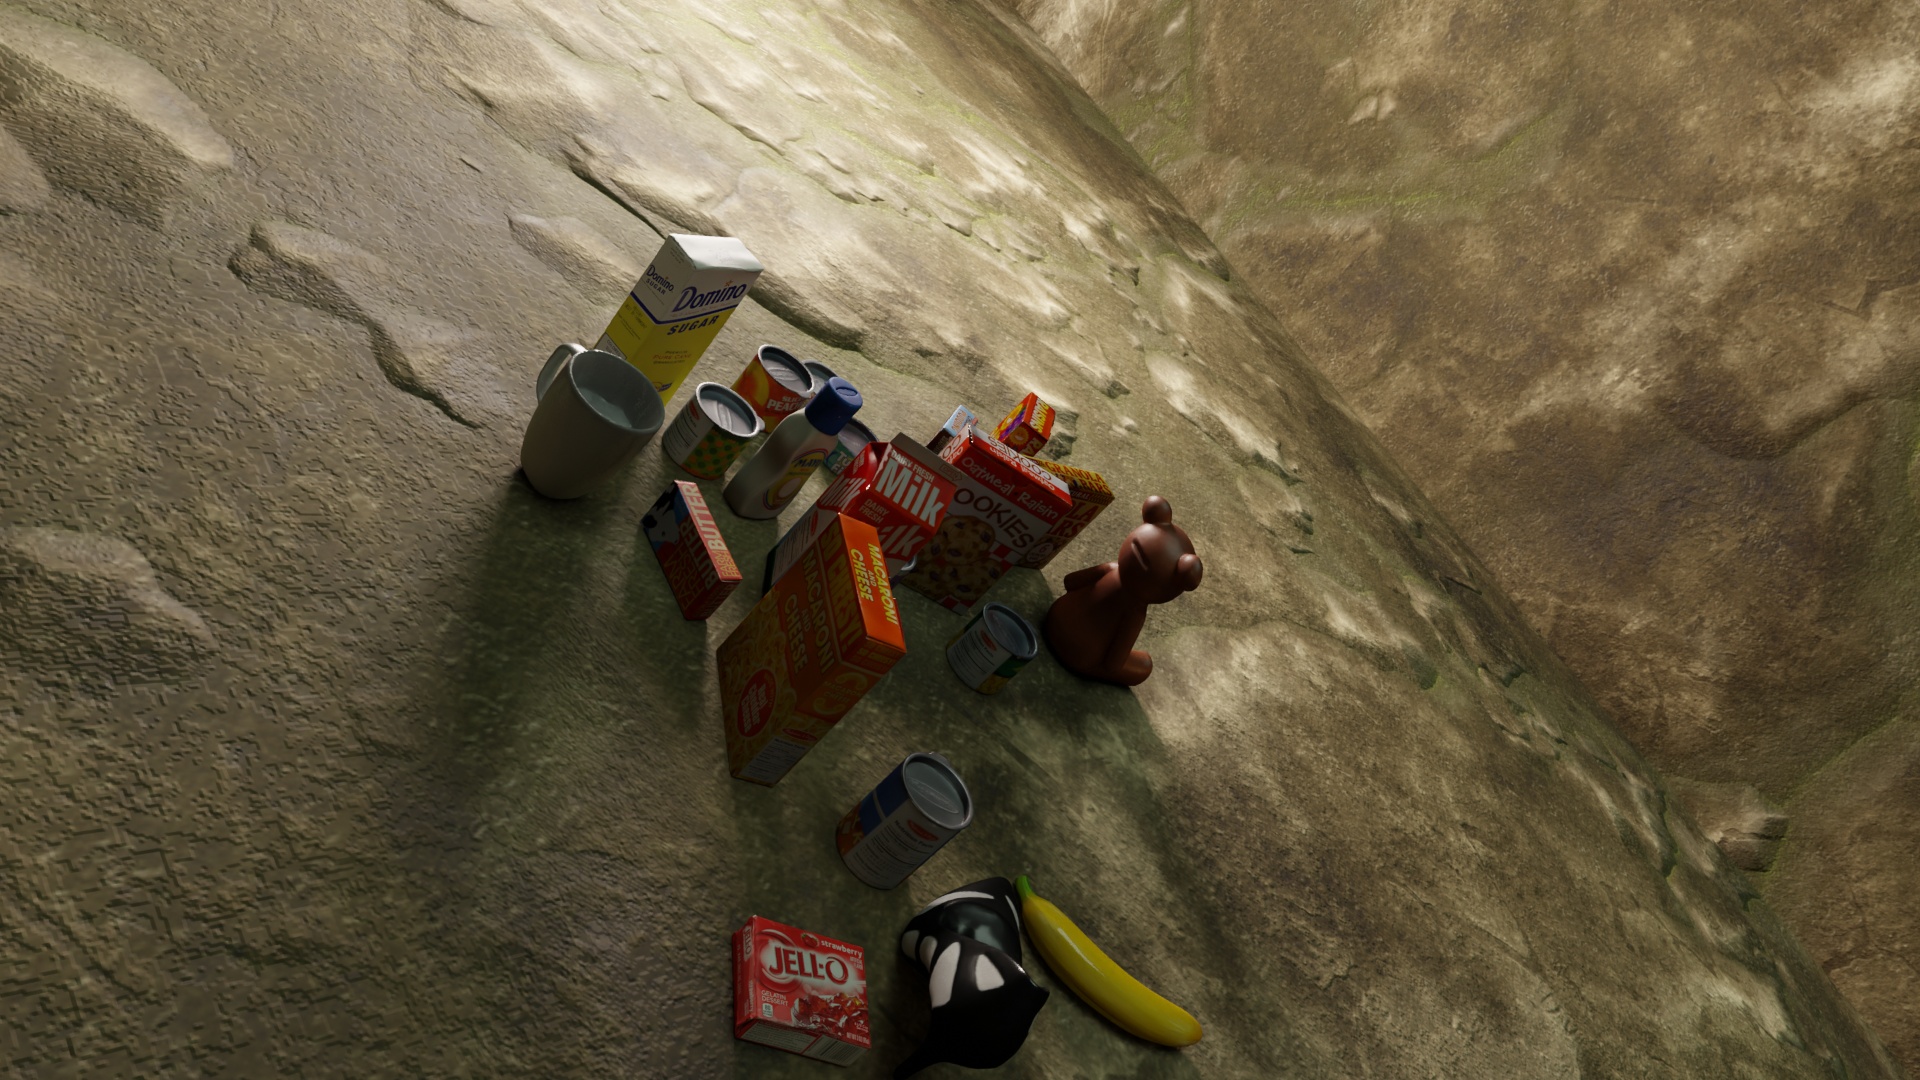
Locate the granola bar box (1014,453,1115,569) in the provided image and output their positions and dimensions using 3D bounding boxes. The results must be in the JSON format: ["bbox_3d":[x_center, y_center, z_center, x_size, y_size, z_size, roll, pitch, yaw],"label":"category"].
[{"bbox_3d":[0.065,-0.030,1.451,0.166,0.123,0.039,10,43,-48],"label":"granola bar box"}]

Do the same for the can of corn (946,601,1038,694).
[{"bbox_3d":[0.031,0.101,1.293,0.071,0.058,0.071,33,29,-21],"label":"can of corn"}]

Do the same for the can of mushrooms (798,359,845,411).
[{"bbox_3d":[-0.146,-0.152,1.434,0.071,0.033,0.071,33,29,-21],"label":"can of mushrooms"}]

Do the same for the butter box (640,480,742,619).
[{"bbox_3d":[-0.213,0.008,1.097,0.024,0.053,0.104,7,45,-50],"label":"butter box"}]

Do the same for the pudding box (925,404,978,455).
[{"bbox_3d":[-0.013,-0.114,1.544,0.030,0.049,0.084,42,27,-5],"label":"pudding box"}]

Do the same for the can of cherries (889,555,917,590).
[{"bbox_3d":[-0.084,0.019,1.251,0.071,0.058,0.072,33,29,-21],"label":"can of cherries"}]

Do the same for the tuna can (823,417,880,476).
[{"bbox_3d":[-0.112,-0.092,1.396,0.071,0.032,0.071,33,29,-21],"label":"tuna can"}]

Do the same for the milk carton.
[{"bbox_3d":[-0.080,-0.010,1.152,0.072,0.189,0.074,32,29,-23],"label":"milk carton"}]

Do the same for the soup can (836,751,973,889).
[{"bbox_3d":[-0.041,0.205,1.021,0.071,0.083,0.072,33,29,-21],"label":"soup can"}]

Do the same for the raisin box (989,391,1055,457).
[{"bbox_3d":[0.048,-0.095,1.521,0.040,0.123,0.086,39,27,-10],"label":"raisin box"}]

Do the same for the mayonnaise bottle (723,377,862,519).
[{"bbox_3d":[-0.143,-0.079,1.212,0.065,0.147,0.041,-3,53,-56],"label":"mayonnaise bottle"}]

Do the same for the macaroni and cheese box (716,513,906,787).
[{"bbox_3d":[-0.112,0.080,1.010,0.040,0.165,0.124,24,33,-35],"label":"macaroni and cheese box"}]

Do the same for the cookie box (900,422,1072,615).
[{"bbox_3d":[0.005,-0.016,1.302,0.123,0.166,0.040,30,30,-26],"label":"cookie box"}]

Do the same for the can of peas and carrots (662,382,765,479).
[{"bbox_3d":[-0.218,-0.096,1.229,0.071,0.058,0.071,33,29,-21],"label":"can of peas and carrots"}]

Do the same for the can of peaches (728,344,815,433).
[{"bbox_3d":[-0.183,-0.145,1.347,0.071,0.058,0.071,33,29,-21],"label":"can of peaches"}]
